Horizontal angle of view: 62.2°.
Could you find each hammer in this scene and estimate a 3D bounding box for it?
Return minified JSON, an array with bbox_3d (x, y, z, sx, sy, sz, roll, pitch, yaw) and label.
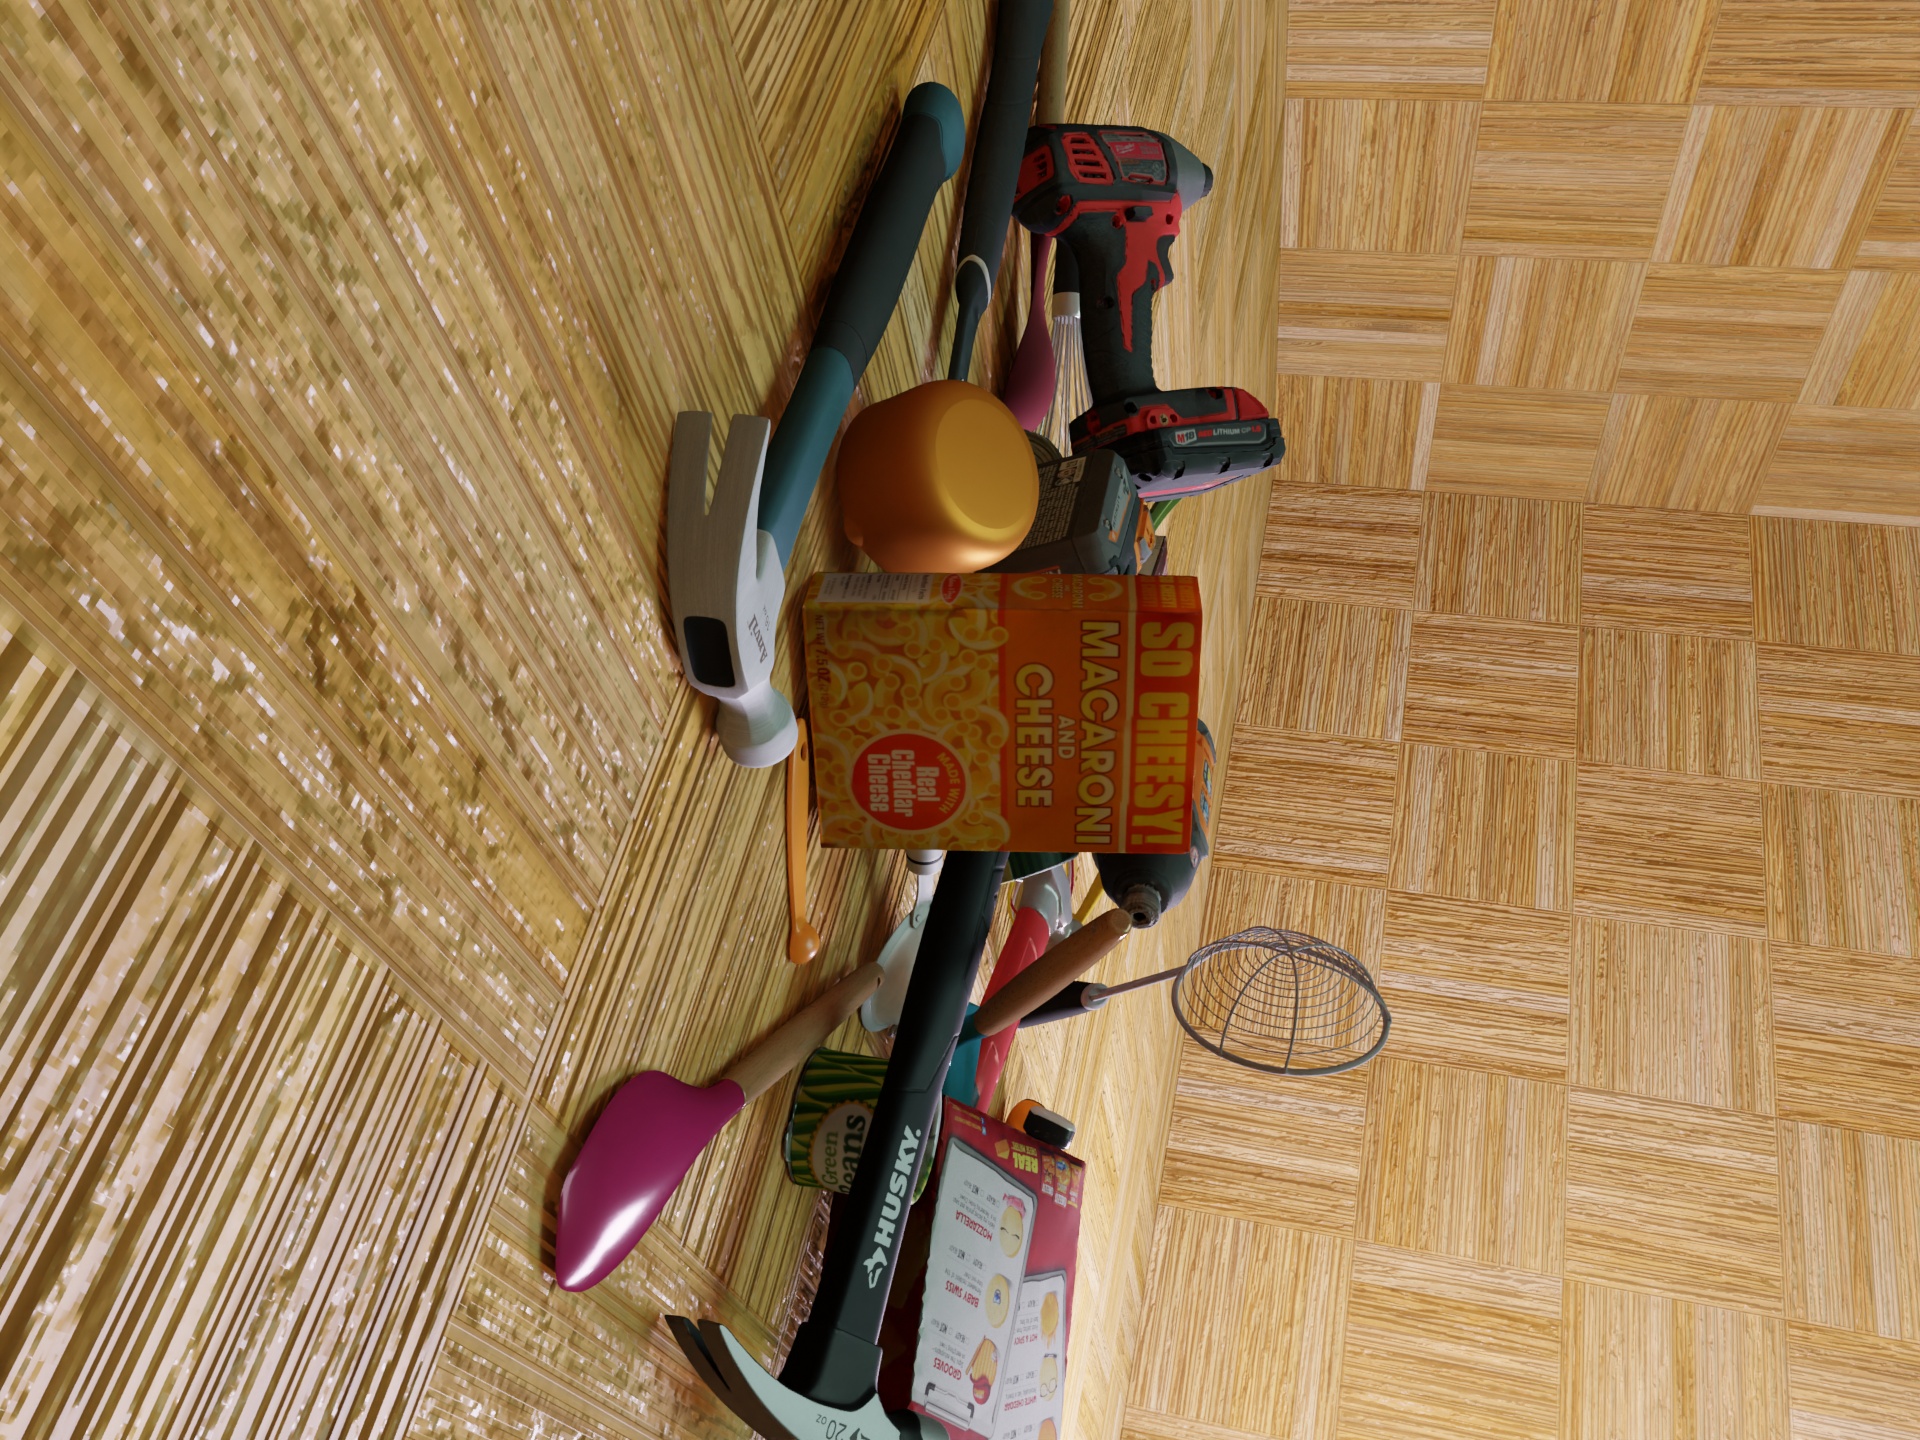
[{"bbox_3d":[-0.049,-0.149,0.647,0.128,0.033,0.331,80,21,-52],"label":"hammer"},{"bbox_3d":[0.006,-0.209,0.839,0.149,0.036,0.409,57,42,-71],"label":"hammer"},{"bbox_3d":[-0.023,0.152,0.711,0.146,0.035,0.335,39,55,-35],"label":"hammer"},{"bbox_3d":[-0.001,0.225,0.977,0.143,0.038,0.387,67,32,-34],"label":"hammer"},{"bbox_3d":[0.039,0.313,1.105,0.336,0.034,0.127,67,47,-83],"label":"hammer"}]

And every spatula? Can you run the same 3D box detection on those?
[{"bbox_3d":[0.032,0.148,0.809,0.317,0.044,0.082,126,-21,-61],"label":"spatula"}]

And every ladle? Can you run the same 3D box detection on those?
[{"bbox_3d":[0.052,-0.329,0.990,0.069,0.031,0.315,-6,100,-77],"label":"ladle"}]

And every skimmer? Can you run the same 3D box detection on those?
[{"bbox_3d":[0.131,0.203,1.057,0.363,0.127,0.090,-32,-103,58],"label":"skimmer"}]

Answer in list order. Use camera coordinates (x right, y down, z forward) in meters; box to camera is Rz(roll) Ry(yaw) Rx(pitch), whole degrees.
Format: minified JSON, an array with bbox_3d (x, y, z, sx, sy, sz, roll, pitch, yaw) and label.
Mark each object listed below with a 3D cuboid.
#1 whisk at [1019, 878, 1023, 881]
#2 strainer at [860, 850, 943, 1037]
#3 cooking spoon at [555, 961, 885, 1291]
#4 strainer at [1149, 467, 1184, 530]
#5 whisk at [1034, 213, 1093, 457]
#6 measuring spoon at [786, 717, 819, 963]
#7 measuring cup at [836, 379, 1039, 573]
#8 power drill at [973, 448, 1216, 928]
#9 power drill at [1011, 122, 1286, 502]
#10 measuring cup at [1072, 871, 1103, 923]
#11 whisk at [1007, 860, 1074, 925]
[{"bbox_3d":[0.066,0.007,1.104,0.058,0.059,0.246,43,-48,51],"label":"whisk"},{"bbox_3d":[-0.018,0.078,0.816,0.087,0.050,0.258,-37,139,-42],"label":"strainer"},{"bbox_3d":[-0.086,0.147,0.661,0.319,0.017,0.068,-24,120,-74],"label":"cooking spoon"},{"bbox_3d":[0.094,-0.040,0.996,0.256,0.069,0.151,-56,169,-6],"label":"strainer"},{"bbox_3d":[0.071,-0.241,1.056,0.070,0.070,0.284,15,78,-76],"label":"whisk"},{"bbox_3d":[-0.068,0.055,0.704,0.021,0.011,0.117,-49,143,-67],"label":"measuring spoon"},{"bbox_3d":[0.014,-0.072,0.721,0.095,0.052,0.173,-39,106,-41],"label":"measuring cup"},{"bbox_3d":[0.078,-0.009,0.841,0.164,0.084,0.226,-73,145,-54],"label":"power drill"},{"bbox_3d":[0.112,-0.245,0.947,0.143,0.078,0.220,-13,89,-35],"label":"power drill"},{"bbox_3d":[0.085,0.137,1.212,0.062,0.029,0.156,-90,-160,-51],"label":"measuring cup"},{"bbox_3d":[0.072,0.067,1.228,0.051,0.047,0.245,98,3,-53],"label":"whisk"}]
